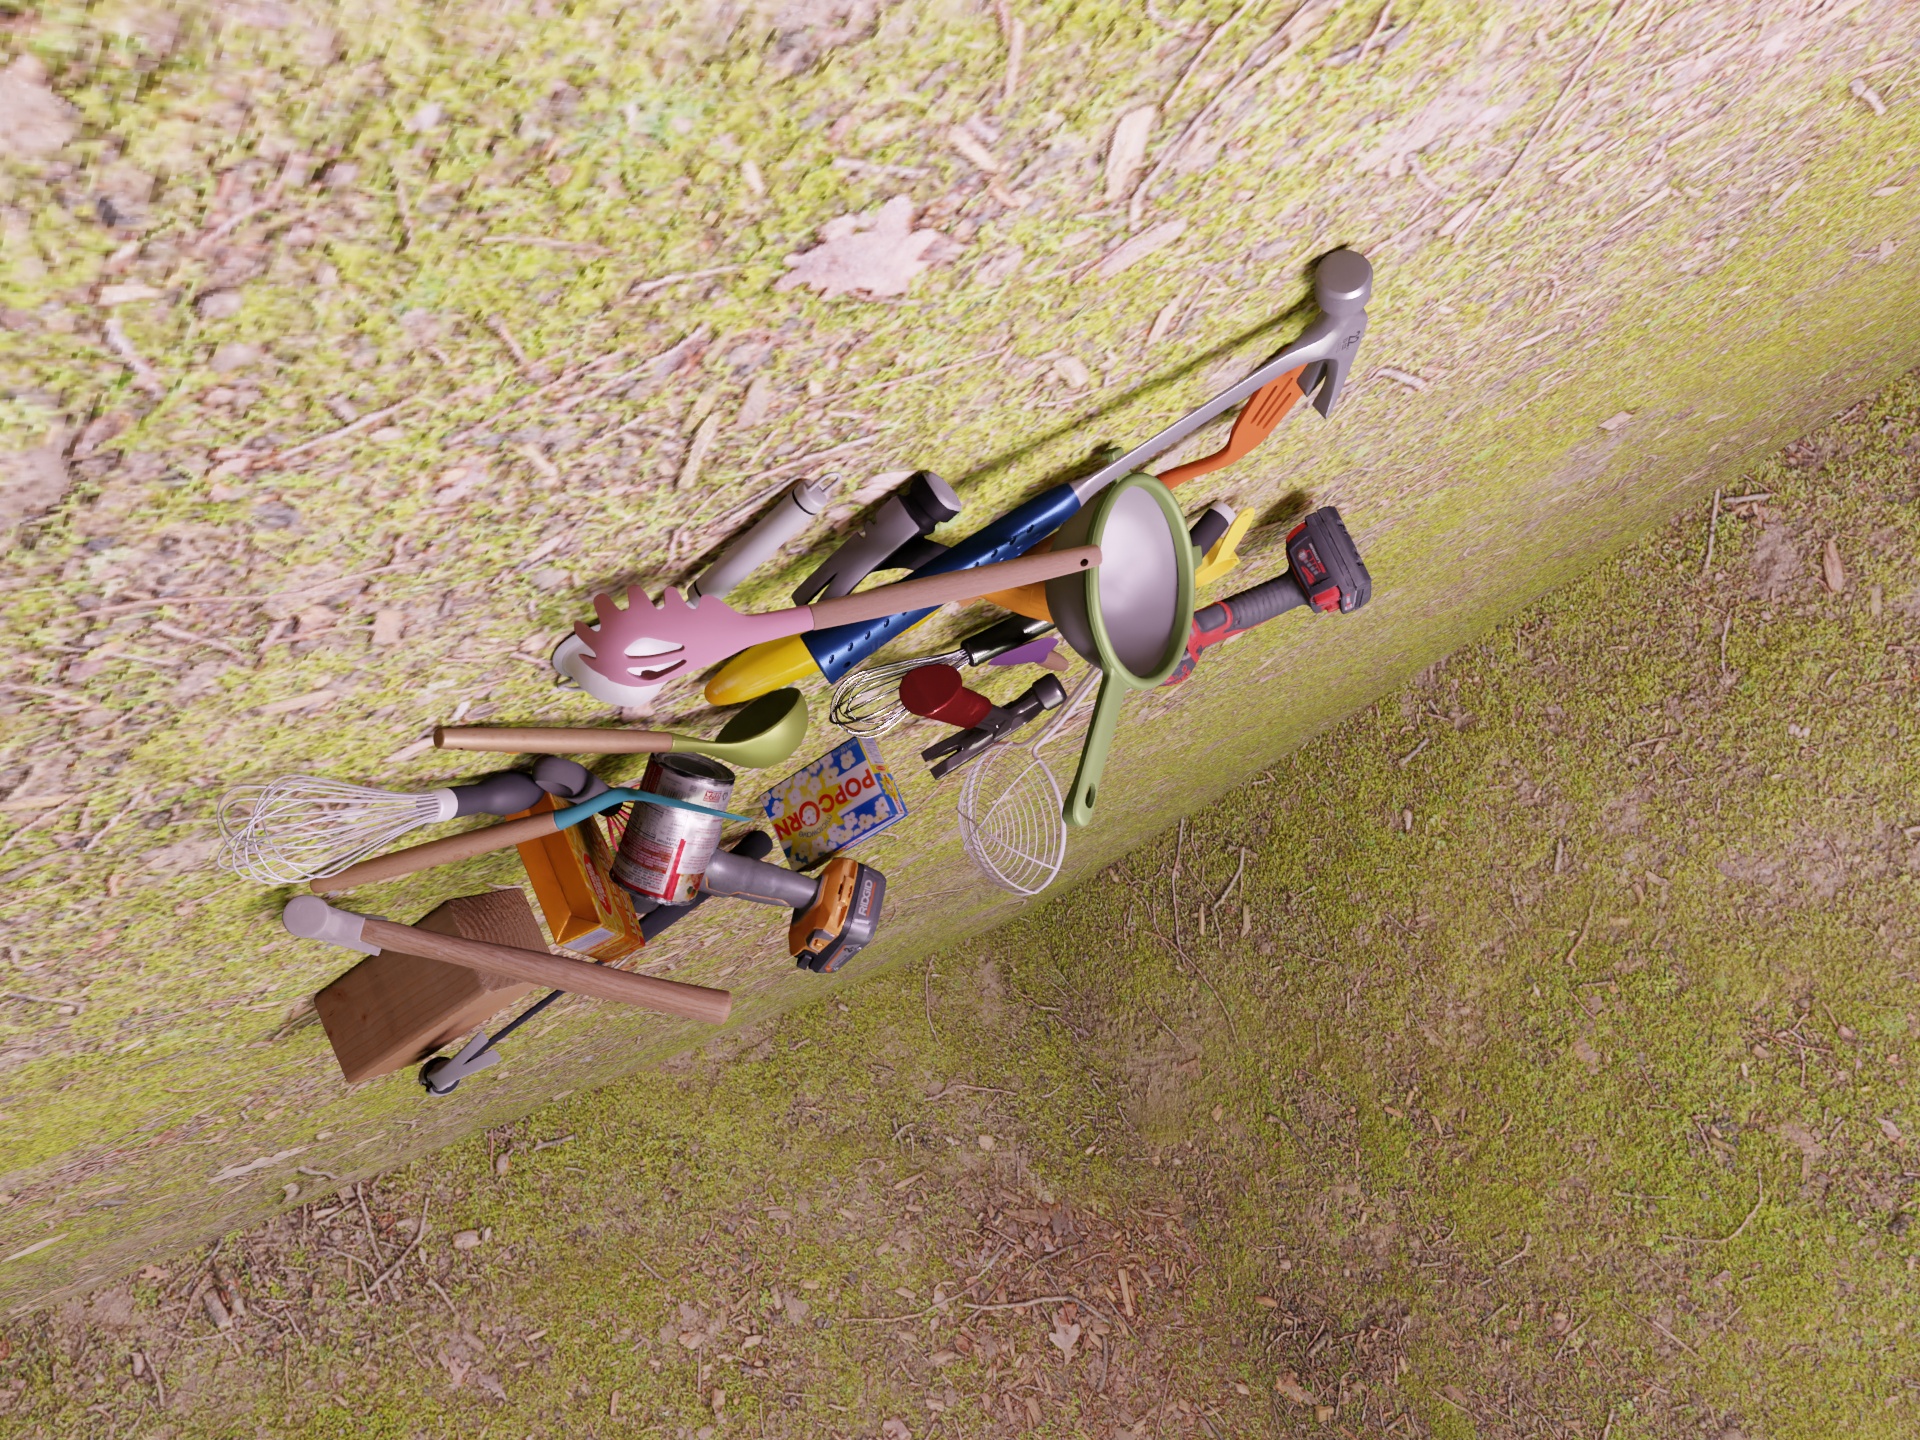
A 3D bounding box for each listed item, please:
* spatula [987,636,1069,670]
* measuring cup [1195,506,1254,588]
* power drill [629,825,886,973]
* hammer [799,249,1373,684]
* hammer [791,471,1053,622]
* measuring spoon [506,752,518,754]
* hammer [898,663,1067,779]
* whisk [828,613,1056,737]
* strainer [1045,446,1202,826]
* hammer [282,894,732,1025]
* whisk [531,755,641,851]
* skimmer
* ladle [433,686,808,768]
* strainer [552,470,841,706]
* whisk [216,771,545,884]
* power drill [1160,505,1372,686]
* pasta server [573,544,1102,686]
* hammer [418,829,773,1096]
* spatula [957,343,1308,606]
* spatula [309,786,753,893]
[{"bbox_3d":[0.070,-0.055,1.388,0.060,0.018,0.316,-21,176,10],"label":"spatula"},{"bbox_3d":[0.226,-0.160,1.396,0.062,0.029,0.156,-24,165,-14],"label":"measuring cup"},{"bbox_3d":[-0.205,0.162,1.487,0.226,0.084,0.185,22,146,-16],"label":"power drill"},{"bbox_3d":[0.081,-0.144,1.000,0.405,0.035,0.144,-33,161,-2],"label":"hammer"},{"bbox_3d":[0.018,-0.093,1.125,0.127,0.034,0.336,-40,159,20],"label":"hammer"},{"bbox_3d":[-0.281,0.019,1.114,0.021,0.011,0.117,-31,167,19],"label":"measuring spoon"},{"bbox_3d":[-0.002,-0.004,1.330,0.149,0.037,0.359,-32,171,8],"label":"hammer"},{"bbox_3d":[-0.001,-0.053,1.340,0.246,0.057,0.059,-26,-158,-15],"label":"whisk"},{"bbox_3d":[0.090,-0.049,1.100,0.069,0.256,0.151,3,157,35],"label":"strainer"},{"bbox_3d":[-0.339,0.186,1.216,0.331,0.031,0.130,15,167,-13],"label":"hammer"},{"bbox_3d":[-0.266,0.067,1.237,0.073,0.073,0.295,-27,164,1],"label":"whisk"},{"bbox_3d":[0.123,-0.021,1.328,0.363,0.127,0.090,-51,134,-6],"label":"skimmer"},{"bbox_3d":[-0.228,0.003,1.115,0.078,0.062,0.320,-14,170,37],"label":"ladle"},{"bbox_3d":[-0.159,-0.069,0.948,0.258,0.050,0.086,-37,150,29],"label":"strainer"},{"bbox_3d":[-0.360,0.057,1.024,0.070,0.070,0.284,-31,172,21],"label":"whisk"},{"bbox_3d":[0.247,-0.104,1.424,0.226,0.080,0.187,-26,168,10],"label":"power drill"},{"bbox_3d":[-0.065,-0.070,0.935,0.316,0.040,0.060,-14,128,-17],"label":"pasta server"},{"bbox_3d":[-0.338,0.224,1.553,0.409,0.036,0.149,-37,-177,-36],"label":"hammer"},{"bbox_3d":[0.123,-0.168,1.157,0.322,0.041,0.081,-28,168,27],"label":"spatula"},{"bbox_3d":[-0.308,0.088,1.125,0.317,0.044,0.082,-15,172,4],"label":"spatula"}]
